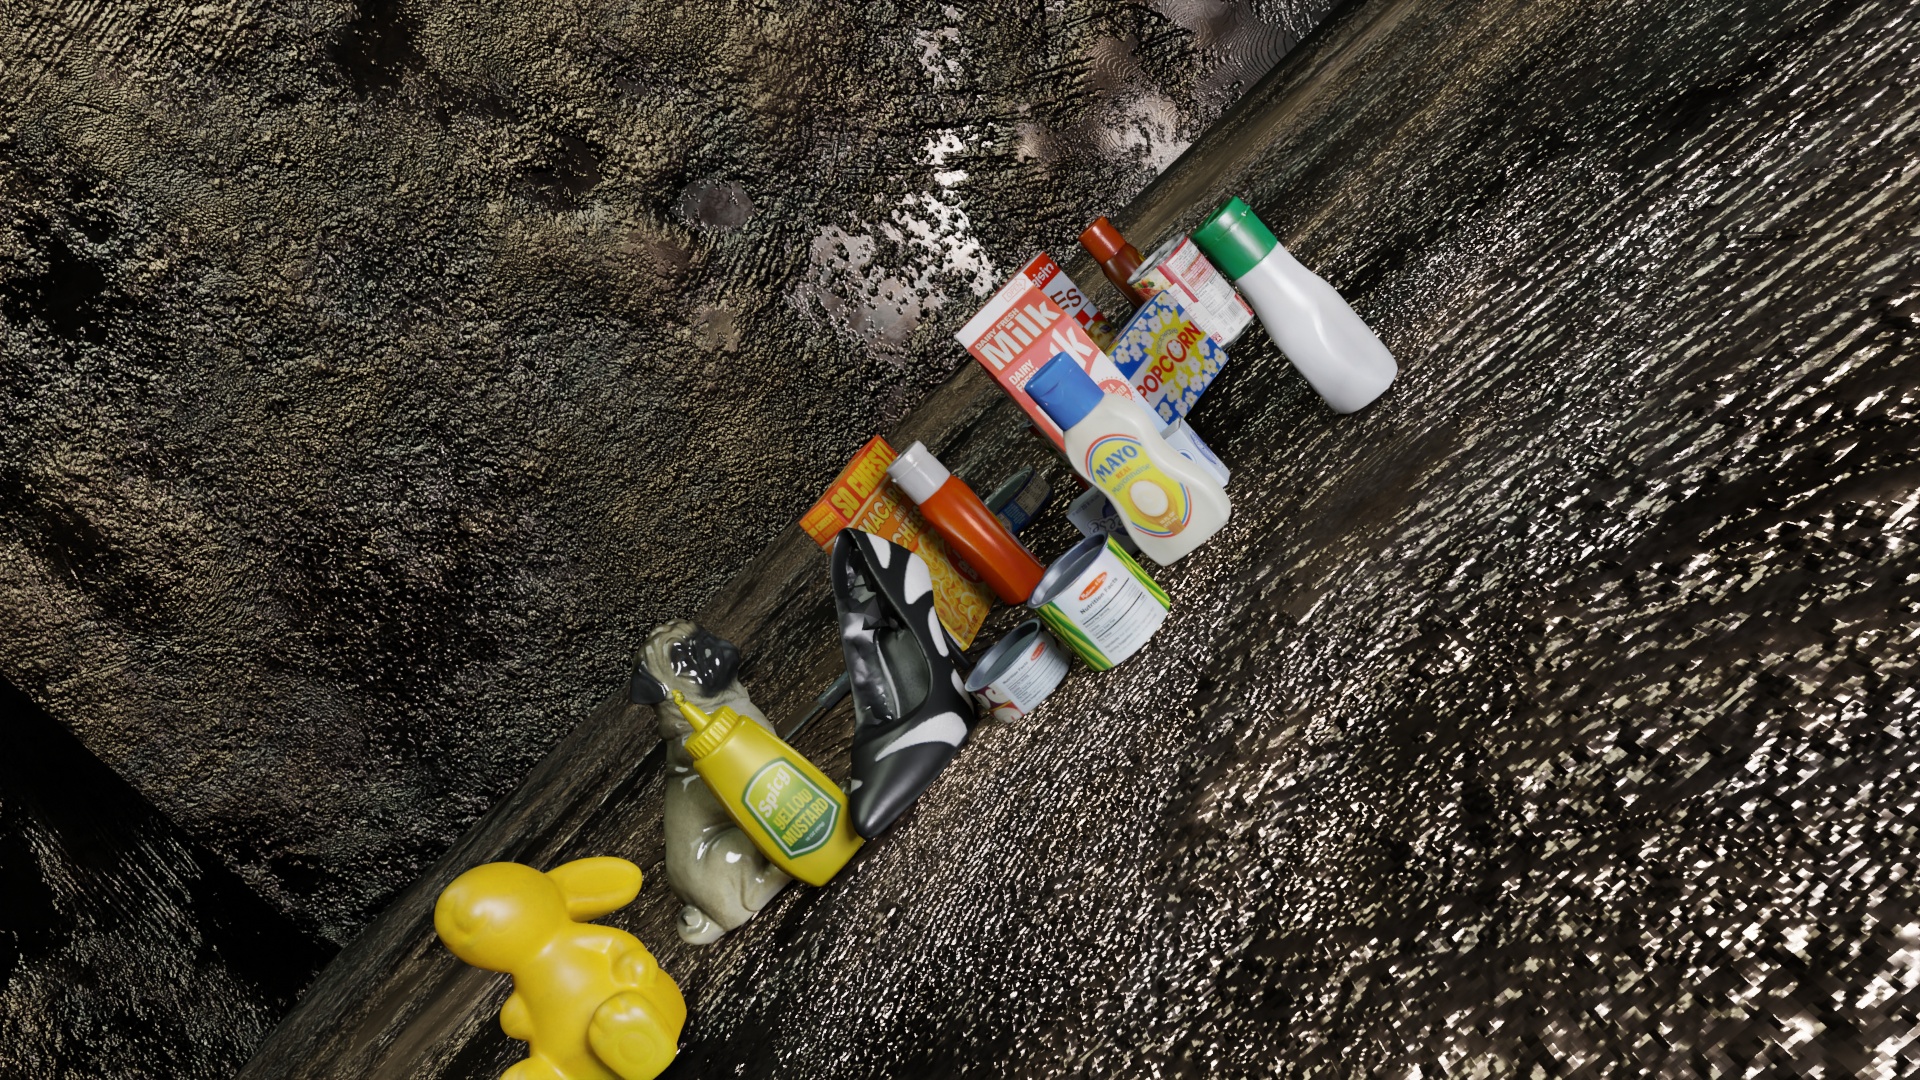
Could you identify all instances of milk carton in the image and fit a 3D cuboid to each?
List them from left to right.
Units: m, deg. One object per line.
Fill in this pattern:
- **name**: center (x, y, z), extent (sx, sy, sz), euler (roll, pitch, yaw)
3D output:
- **milk carton**: center (0.085, -0.108, 1.047), extent (0.072, 0.190, 0.073), euler (-44, 10, 2)

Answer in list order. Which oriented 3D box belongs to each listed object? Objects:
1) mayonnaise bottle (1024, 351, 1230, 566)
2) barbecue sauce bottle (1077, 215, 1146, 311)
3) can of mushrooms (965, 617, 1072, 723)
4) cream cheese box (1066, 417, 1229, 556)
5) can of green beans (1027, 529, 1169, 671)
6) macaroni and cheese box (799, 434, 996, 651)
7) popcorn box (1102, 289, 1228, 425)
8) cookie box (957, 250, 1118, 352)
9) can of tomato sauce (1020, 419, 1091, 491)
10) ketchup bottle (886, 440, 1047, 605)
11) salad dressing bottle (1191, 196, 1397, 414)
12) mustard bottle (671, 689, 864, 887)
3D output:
- **mayonnaise bottle**: center (0.102, -0.054, 0.879), extent (0.064, 0.148, 0.041), euler (-39, 11, 27)
- **barbecue sauce bottle**: center (0.185, -0.274, 1.458), extent (0.043, 0.148, 0.065), euler (-40, 10, 23)
- **can of mushrooms**: center (0.037, 0.084, 0.899), extent (0.071, 0.033, 0.071), euler (-42, 10, 9)
- **cream cheese box**: center (0.129, -0.032, 0.957), extent (0.103, 0.053, 0.024), euler (-39, 11, 25)
- **can of green beans**: center (0.084, 0.037, 0.839), extent (0.071, 0.058, 0.071), euler (-43, 10, 9)
- **macaroni and cheese box**: center (-0.044, 0.007, 1.157), extent (0.040, 0.166, 0.124), euler (-38, 11, 33)
- **popcorn box**: center (0.164, -0.144, 1.186), extent (0.127, 0.085, 0.038), euler (-50, 11, -33)
- **cookie box**: center (0.096, -0.197, 1.437), extent (0.123, 0.167, 0.040), euler (-48, 10, -22)
- **can of tomato sauce**: center (0.106, -0.090, 1.204), extent (0.071, 0.083, 0.071), euler (-43, 10, 9)
- **ketchup bottle**: center (0.004, -0.014, 1.103), extent (0.043, 0.148, 0.065), euler (-45, 10, -6)
- **salad dressing bottle**: center (0.203, -0.144, 0.848), extent (0.043, 0.147, 0.064), euler (-36, 13, 41)
- **mustard bottle**: center (-0.134, 0.157, 0.915), extent (0.065, 0.160, 0.048), euler (-47, 10, -18)
